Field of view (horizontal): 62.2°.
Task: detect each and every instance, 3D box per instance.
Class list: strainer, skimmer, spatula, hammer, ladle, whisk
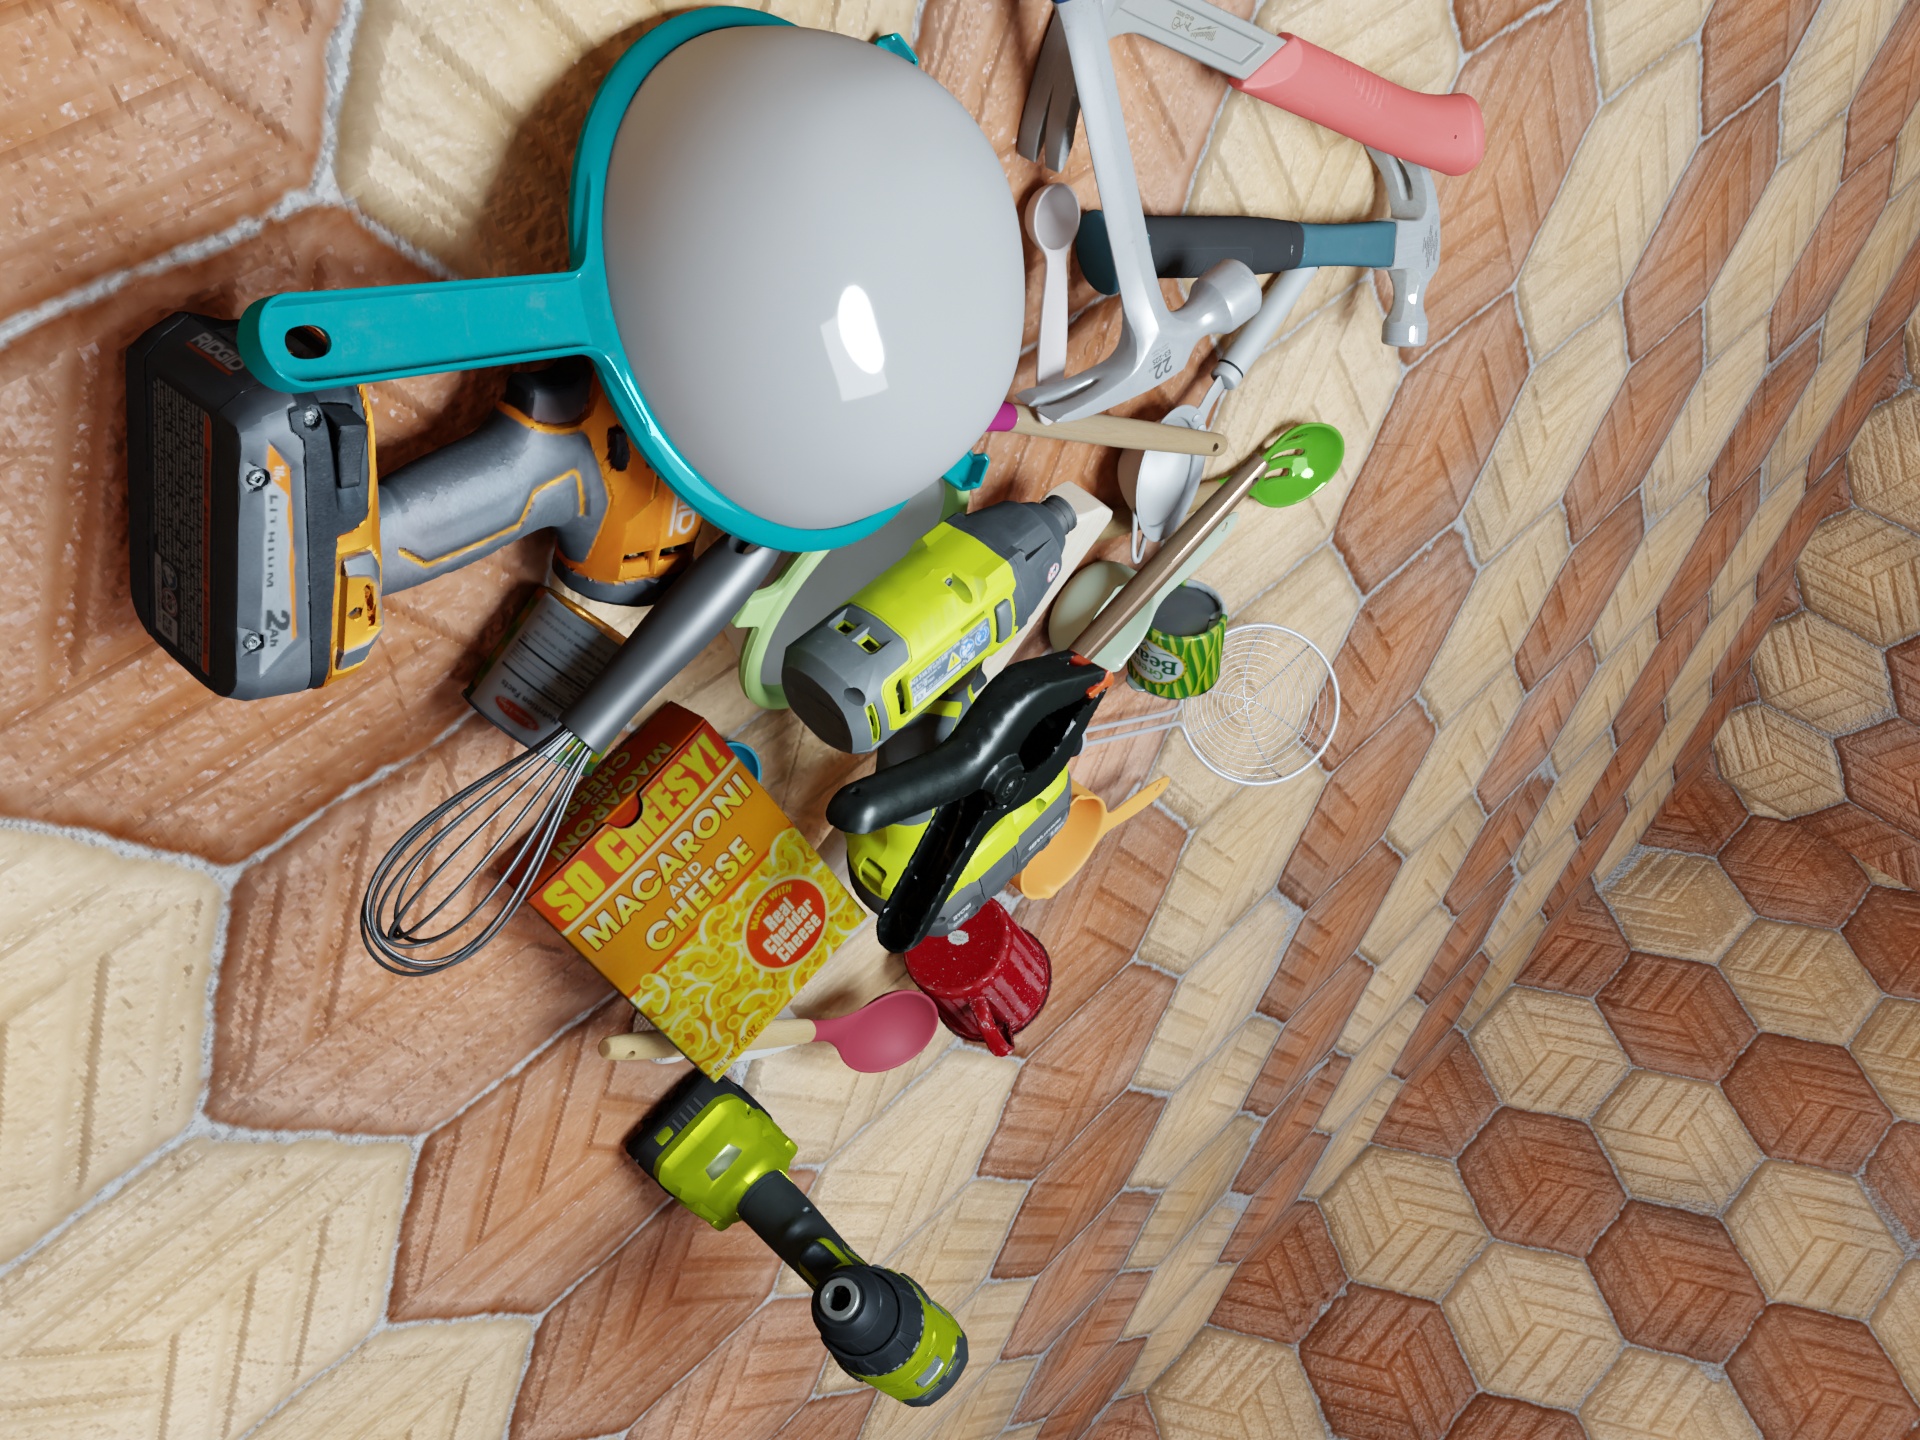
[{"bbox_3d":[-0.075,-0.155,0.560,0.340,0.095,0.211,-26,109,-50],"label":"strainer"},{"bbox_3d":[0.143,0.004,1.141,0.363,0.090,0.127,-11,97,-47],"label":"skimmer"},{"bbox_3d":[0.080,-0.046,1.000,0.316,0.018,0.059,-47,148,7],"label":"spatula"},{"bbox_3d":[0.180,-0.338,0.859,0.359,0.037,0.149,-3,123,-46],"label":"hammer"},{"bbox_3d":[0.188,-0.280,0.943,0.331,0.033,0.128,-16,115,-41],"label":"hammer"},{"bbox_3d":[-0.036,0.040,0.944,0.410,0.038,0.146,-55,152,13],"label":"hammer"},{"bbox_3d":[-0.109,0.192,0.968,0.069,0.031,0.315,-58,151,10],"label":"ladle"},{"bbox_3d":[0.161,-0.210,0.997,0.258,0.050,0.086,-55,148,-10],"label":"strainer"},{"bbox_3d":[-0.073,-0.061,0.815,0.151,0.069,0.256,-43,166,-20],"label":"strainer"},{"bbox_3d":[0.049,-0.306,0.693,0.144,0.035,0.405,-38,140,-14],"label":"hammer"},{"bbox_3d":[-0.153,0.007,0.650,0.239,0.055,0.055,-50,150,-9],"label":"whisk"}]

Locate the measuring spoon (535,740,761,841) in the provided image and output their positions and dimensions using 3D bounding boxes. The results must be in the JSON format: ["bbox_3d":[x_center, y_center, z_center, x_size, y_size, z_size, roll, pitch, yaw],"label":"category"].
[{"bbox_3d":[-0.163,0.040,0.827,0.128,0.021,0.042,-18,117,-33],"label":"measuring spoon"}]

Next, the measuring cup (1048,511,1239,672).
[{"bbox_3d":[0.122,-0.096,1.061,0.167,0.038,0.083,-42,148,-23],"label":"measuring cup"}]

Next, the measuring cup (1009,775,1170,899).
[{"bbox_3d":[0.084,0.064,1.160,0.173,0.052,0.095,-26,140,-42],"label":"measuring cup"}]

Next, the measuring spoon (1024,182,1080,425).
[{"bbox_3d":[0.043,-0.215,0.824,0.034,0.018,0.124,-23,125,-39],"label":"measuring spoon"}]

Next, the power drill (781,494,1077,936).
[{"bbox_3d":[-0.001,-0.003,0.820,0.171,0.080,0.223,-40,149,-25],"label":"power drill"}]

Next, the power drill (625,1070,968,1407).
[{"bbox_3d":[-0.101,0.319,0.982,0.080,0.229,0.190,-46,149,-13],"label":"power drill"}]

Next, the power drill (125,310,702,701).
[{"bbox_3d":[-0.179,-0.106,0.589,0.226,0.084,0.164,-23,138,-48],"label":"power drill"}]

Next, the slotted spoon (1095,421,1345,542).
[{"bbox_3d":[0.155,-0.150,1.063,0.313,0.031,0.070,-22,140,-40],"label":"slotted spoon"}]

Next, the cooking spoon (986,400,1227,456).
[{"bbox_3d":[0.043,-0.162,0.863,0.318,0.017,0.068,-3,113,-43],"label":"cooking spoon"}]
